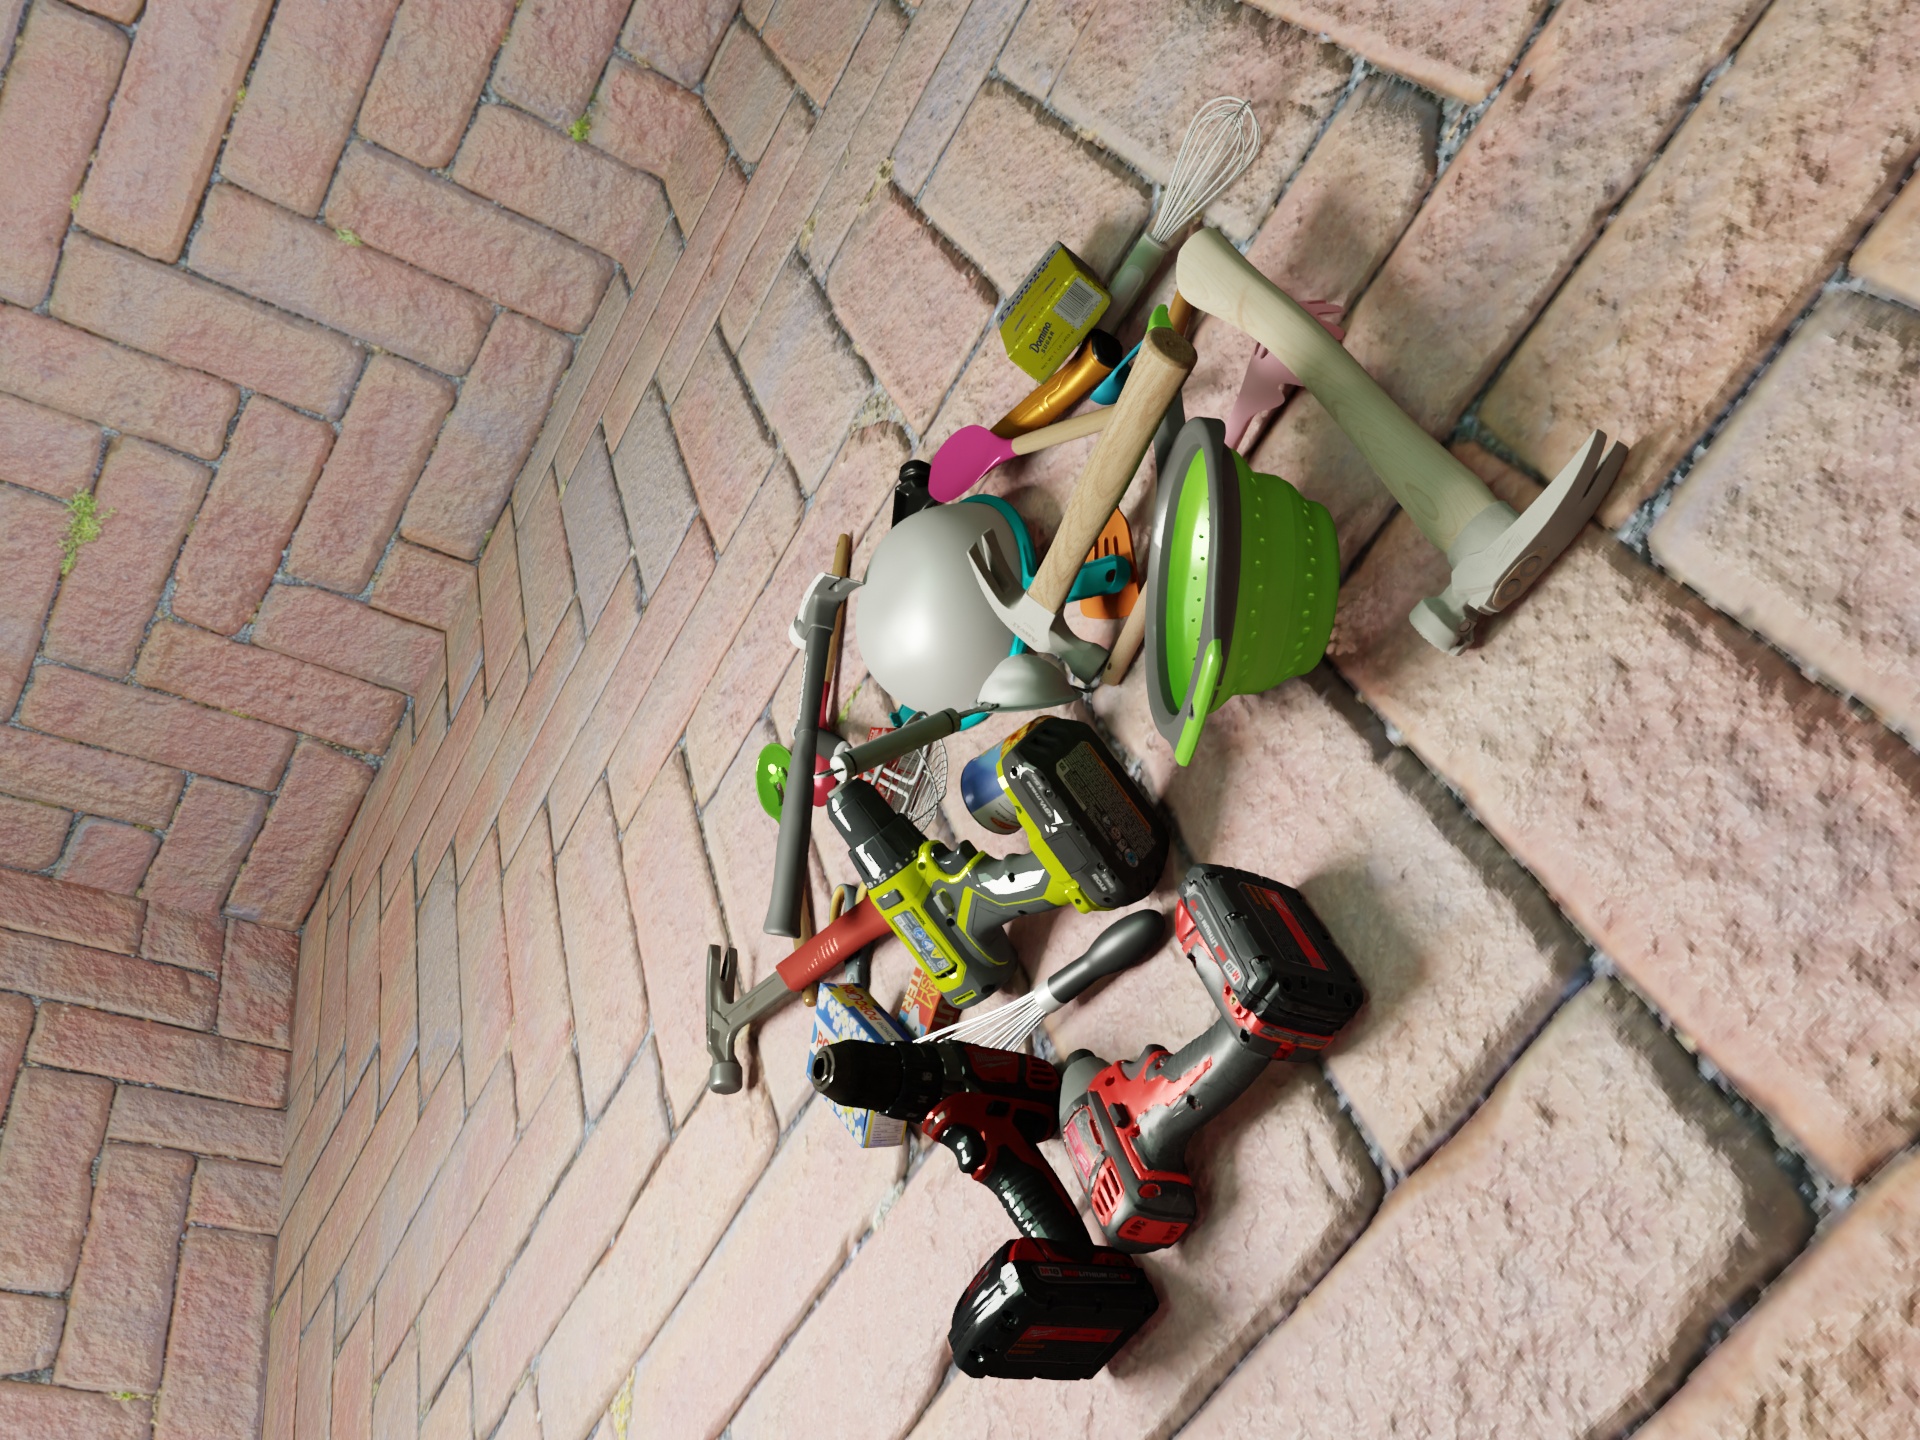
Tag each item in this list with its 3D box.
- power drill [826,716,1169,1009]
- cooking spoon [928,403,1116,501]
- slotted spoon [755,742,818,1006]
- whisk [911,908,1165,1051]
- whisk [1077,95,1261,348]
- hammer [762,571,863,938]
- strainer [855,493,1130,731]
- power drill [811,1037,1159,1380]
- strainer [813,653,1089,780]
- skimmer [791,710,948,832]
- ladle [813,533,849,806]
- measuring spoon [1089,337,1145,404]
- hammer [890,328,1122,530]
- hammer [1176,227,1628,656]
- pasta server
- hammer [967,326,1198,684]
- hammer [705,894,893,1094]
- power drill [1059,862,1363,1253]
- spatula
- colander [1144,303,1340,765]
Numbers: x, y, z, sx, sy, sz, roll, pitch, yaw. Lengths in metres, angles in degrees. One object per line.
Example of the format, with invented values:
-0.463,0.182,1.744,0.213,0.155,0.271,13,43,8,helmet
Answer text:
0.017,0.091,1.136,0.228,0.190,0.080,-33,4,41,power drill
0.064,-0.234,1.331,0.319,0.017,0.069,-5,73,55,cooking spoon
-0.164,0.146,1.547,0.070,0.031,0.314,-50,37,33,slotted spoon
0.043,0.210,1.134,0.284,0.070,0.070,-43,39,32,whisk
0.166,-0.401,1.311,0.246,0.058,0.059,-55,-3,32,whisk
-0.133,0.027,1.369,0.146,0.035,0.335,131,148,-59,hammer
0.003,-0.104,1.318,0.340,0.095,0.211,-8,75,58,strainer
0.009,0.294,1.010,0.080,0.187,0.227,-56,36,25,power drill
-0.002,-0.004,1.153,0.087,0.258,0.050,7,114,50,strainer
-0.104,0.031,1.386,0.363,0.090,0.127,22,90,63,skimmer
-0.135,-0.059,1.626,0.069,0.031,0.316,-31,46,47,ladle
0.141,-0.284,1.273,0.042,0.021,0.128,-45,3,-22,measuring spoon
0.033,-0.246,1.436,0.337,0.034,0.127,-32,46,51,hammer
0.250,-0.221,1.017,0.146,0.038,0.411,-53,41,25,hammer
0.183,-0.162,1.159,0.316,0.040,0.060,-65,30,17,pasta server
0.088,-0.148,1.096,0.031,0.130,0.331,-49,-9,-31,hammer
-0.136,0.207,1.414,0.359,0.036,0.149,-40,44,44,hammer
0.135,0.201,0.968,0.219,0.078,0.143,-59,30,24,power drill
0.152,-0.236,1.257,0.081,0.041,0.323,1,70,61,spatula
0.181,-0.148,1.060,0.204,0.094,0.398,98,174,-49,colander
